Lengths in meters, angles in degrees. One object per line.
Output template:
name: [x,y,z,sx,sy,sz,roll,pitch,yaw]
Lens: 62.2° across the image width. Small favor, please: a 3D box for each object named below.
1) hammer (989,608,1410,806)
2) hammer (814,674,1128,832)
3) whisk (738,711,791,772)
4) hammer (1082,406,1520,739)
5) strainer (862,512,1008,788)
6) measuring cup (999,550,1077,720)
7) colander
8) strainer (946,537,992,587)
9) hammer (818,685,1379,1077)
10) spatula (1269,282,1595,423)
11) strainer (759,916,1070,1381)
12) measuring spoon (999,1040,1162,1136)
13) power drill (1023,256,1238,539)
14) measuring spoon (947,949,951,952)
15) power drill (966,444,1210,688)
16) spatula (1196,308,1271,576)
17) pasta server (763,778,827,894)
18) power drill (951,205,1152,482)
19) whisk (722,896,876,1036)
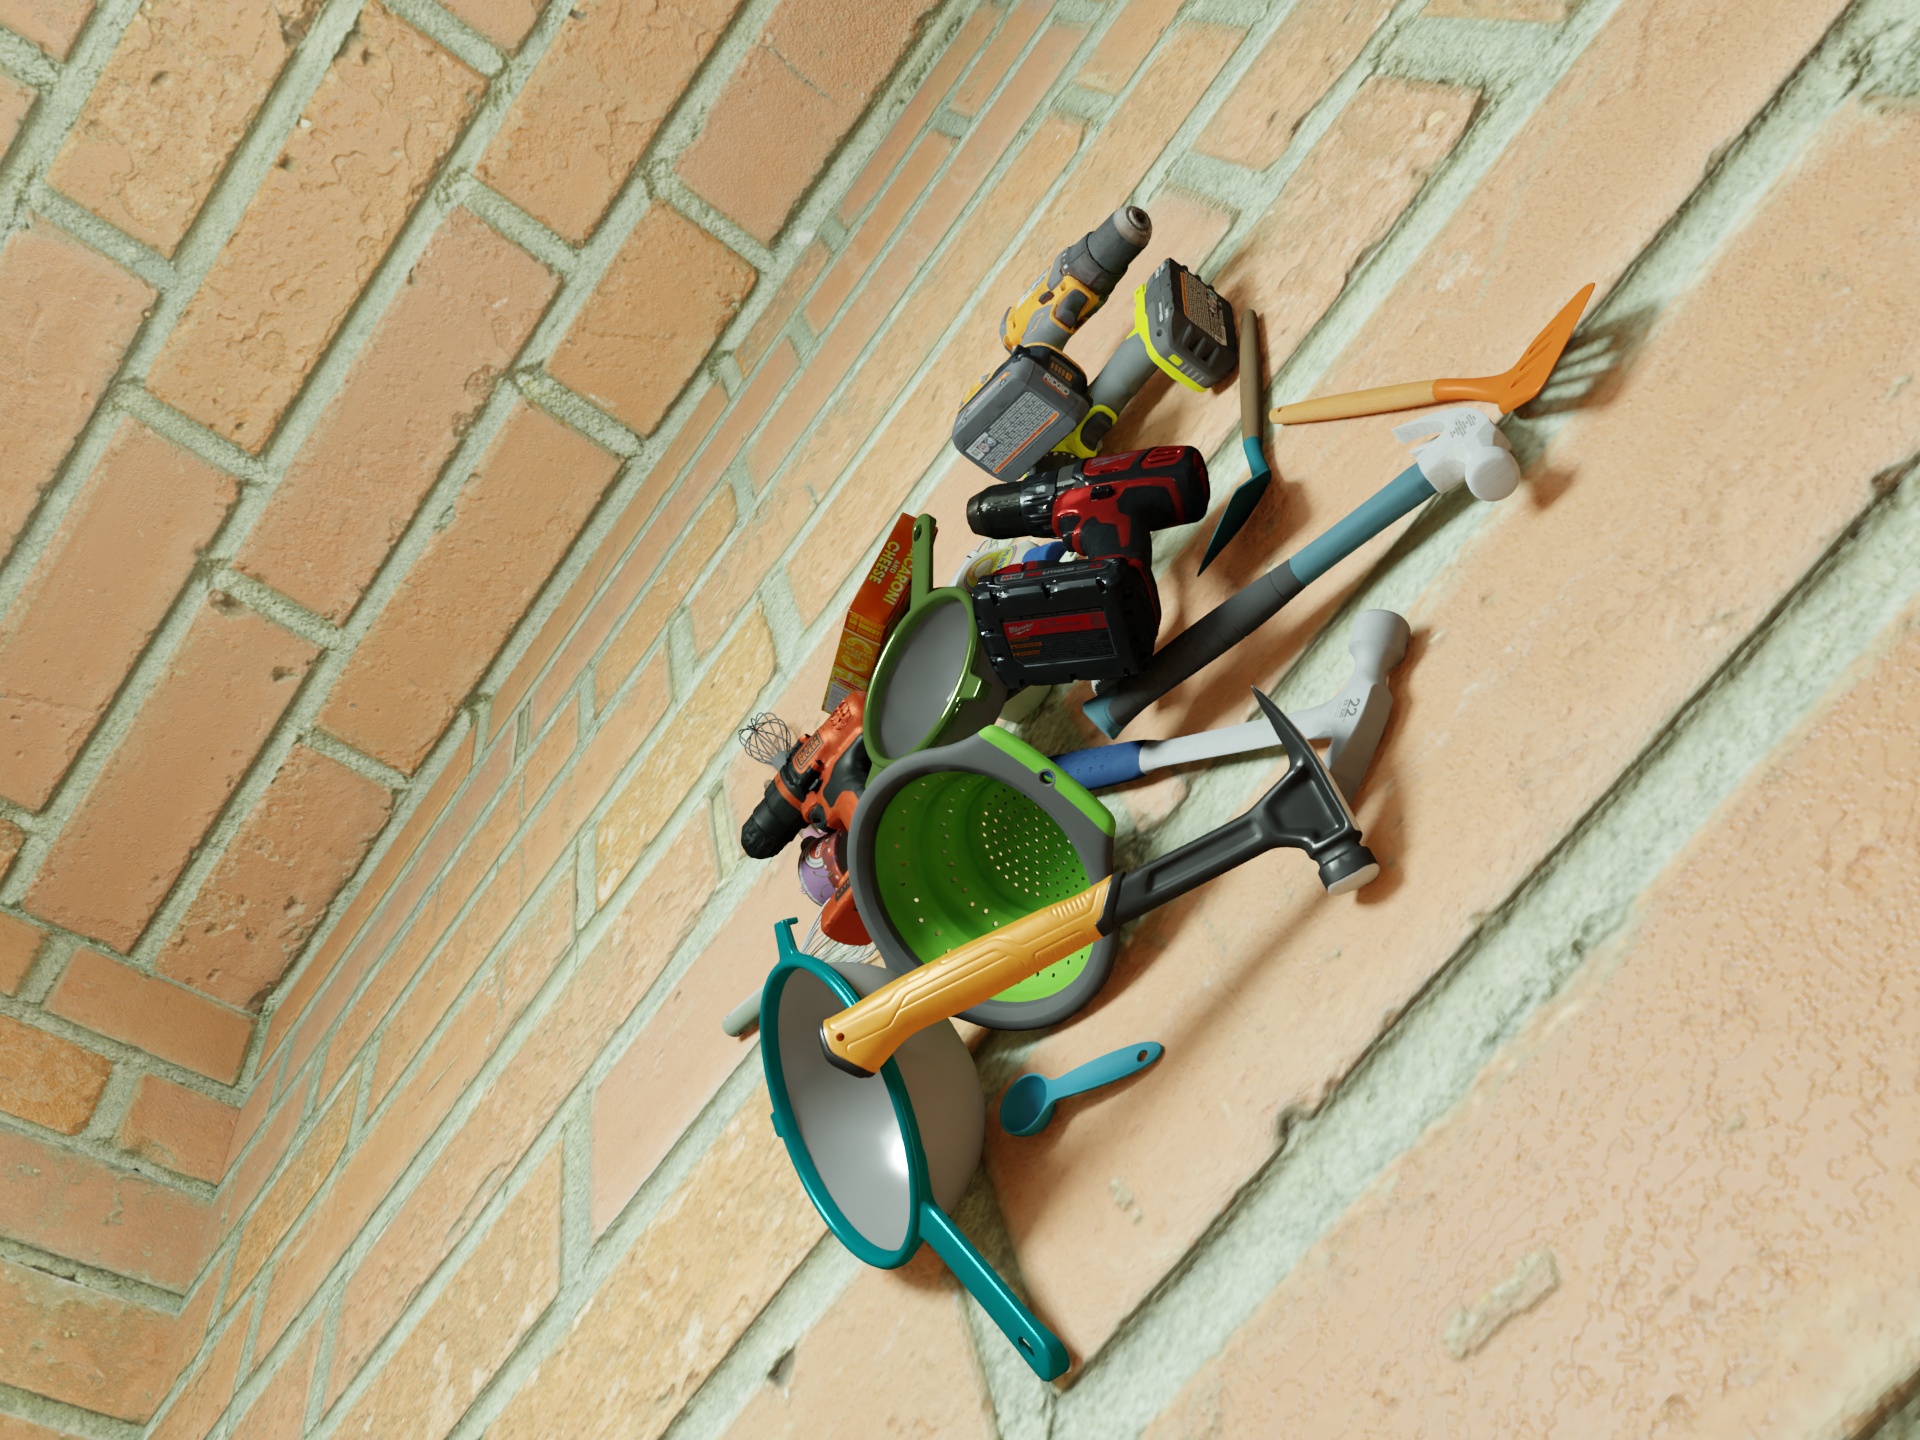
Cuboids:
hammer: [0.134,0.028,1.097,0.405,0.035,0.144,-15,47,56]
hammer: [-0.002,-0.004,1.303,0.409,0.036,0.149,-34,41,41]
whisk: [-0.183,0.044,1.668,0.055,0.055,0.239,-56,29,4]
hammer: [0.209,-0.088,1.038,0.331,0.033,0.128,-38,19,25]
strainer: [-0.009,-0.062,1.257,0.151,0.069,0.257,-42,34,38]
measuring cup: [0.071,-0.074,1.337,0.167,0.038,0.083,-60,24,-9]
colander: [-0.002,0.159,1.128,0.094,0.204,0.397,-34,-22,-53]
strainer: [-0.044,-0.072,1.548,0.258,0.050,0.087,-56,34,-5]
hammer: [0.063,0.110,0.925,0.337,0.034,0.127,-29,66,9]
spatula: [0.303,-0.227,1.076,0.081,0.041,0.323,-60,23,-9]
strainer: [-0.011,0.274,1.014,0.341,0.095,0.210,39,134,44]
measuring spoon: [0.079,0.230,0.995,0.128,0.021,0.042,-30,34,30]
power drill: [0.137,-0.277,1.404,0.228,0.080,0.191,-44,27,35]
measuring spoon: [-0.029,0.181,1.258,0.117,0.011,0.021,-1,59,57]
power drill: [0.073,-0.120,1.144,0.188,0.080,0.227,-5,35,22]
spatula: [0.218,-0.235,1.240,0.082,0.044,0.318,108,174,-46]
pasta server: [-0.161,0.103,1.560,0.316,0.040,0.060,35,108,67]
power drill: [0.087,-0.337,1.390,0.185,0.084,0.226,-37,26,47]
whisk: [-0.143,0.219,1.382,0.246,0.059,0.058,-42,-8,39]
